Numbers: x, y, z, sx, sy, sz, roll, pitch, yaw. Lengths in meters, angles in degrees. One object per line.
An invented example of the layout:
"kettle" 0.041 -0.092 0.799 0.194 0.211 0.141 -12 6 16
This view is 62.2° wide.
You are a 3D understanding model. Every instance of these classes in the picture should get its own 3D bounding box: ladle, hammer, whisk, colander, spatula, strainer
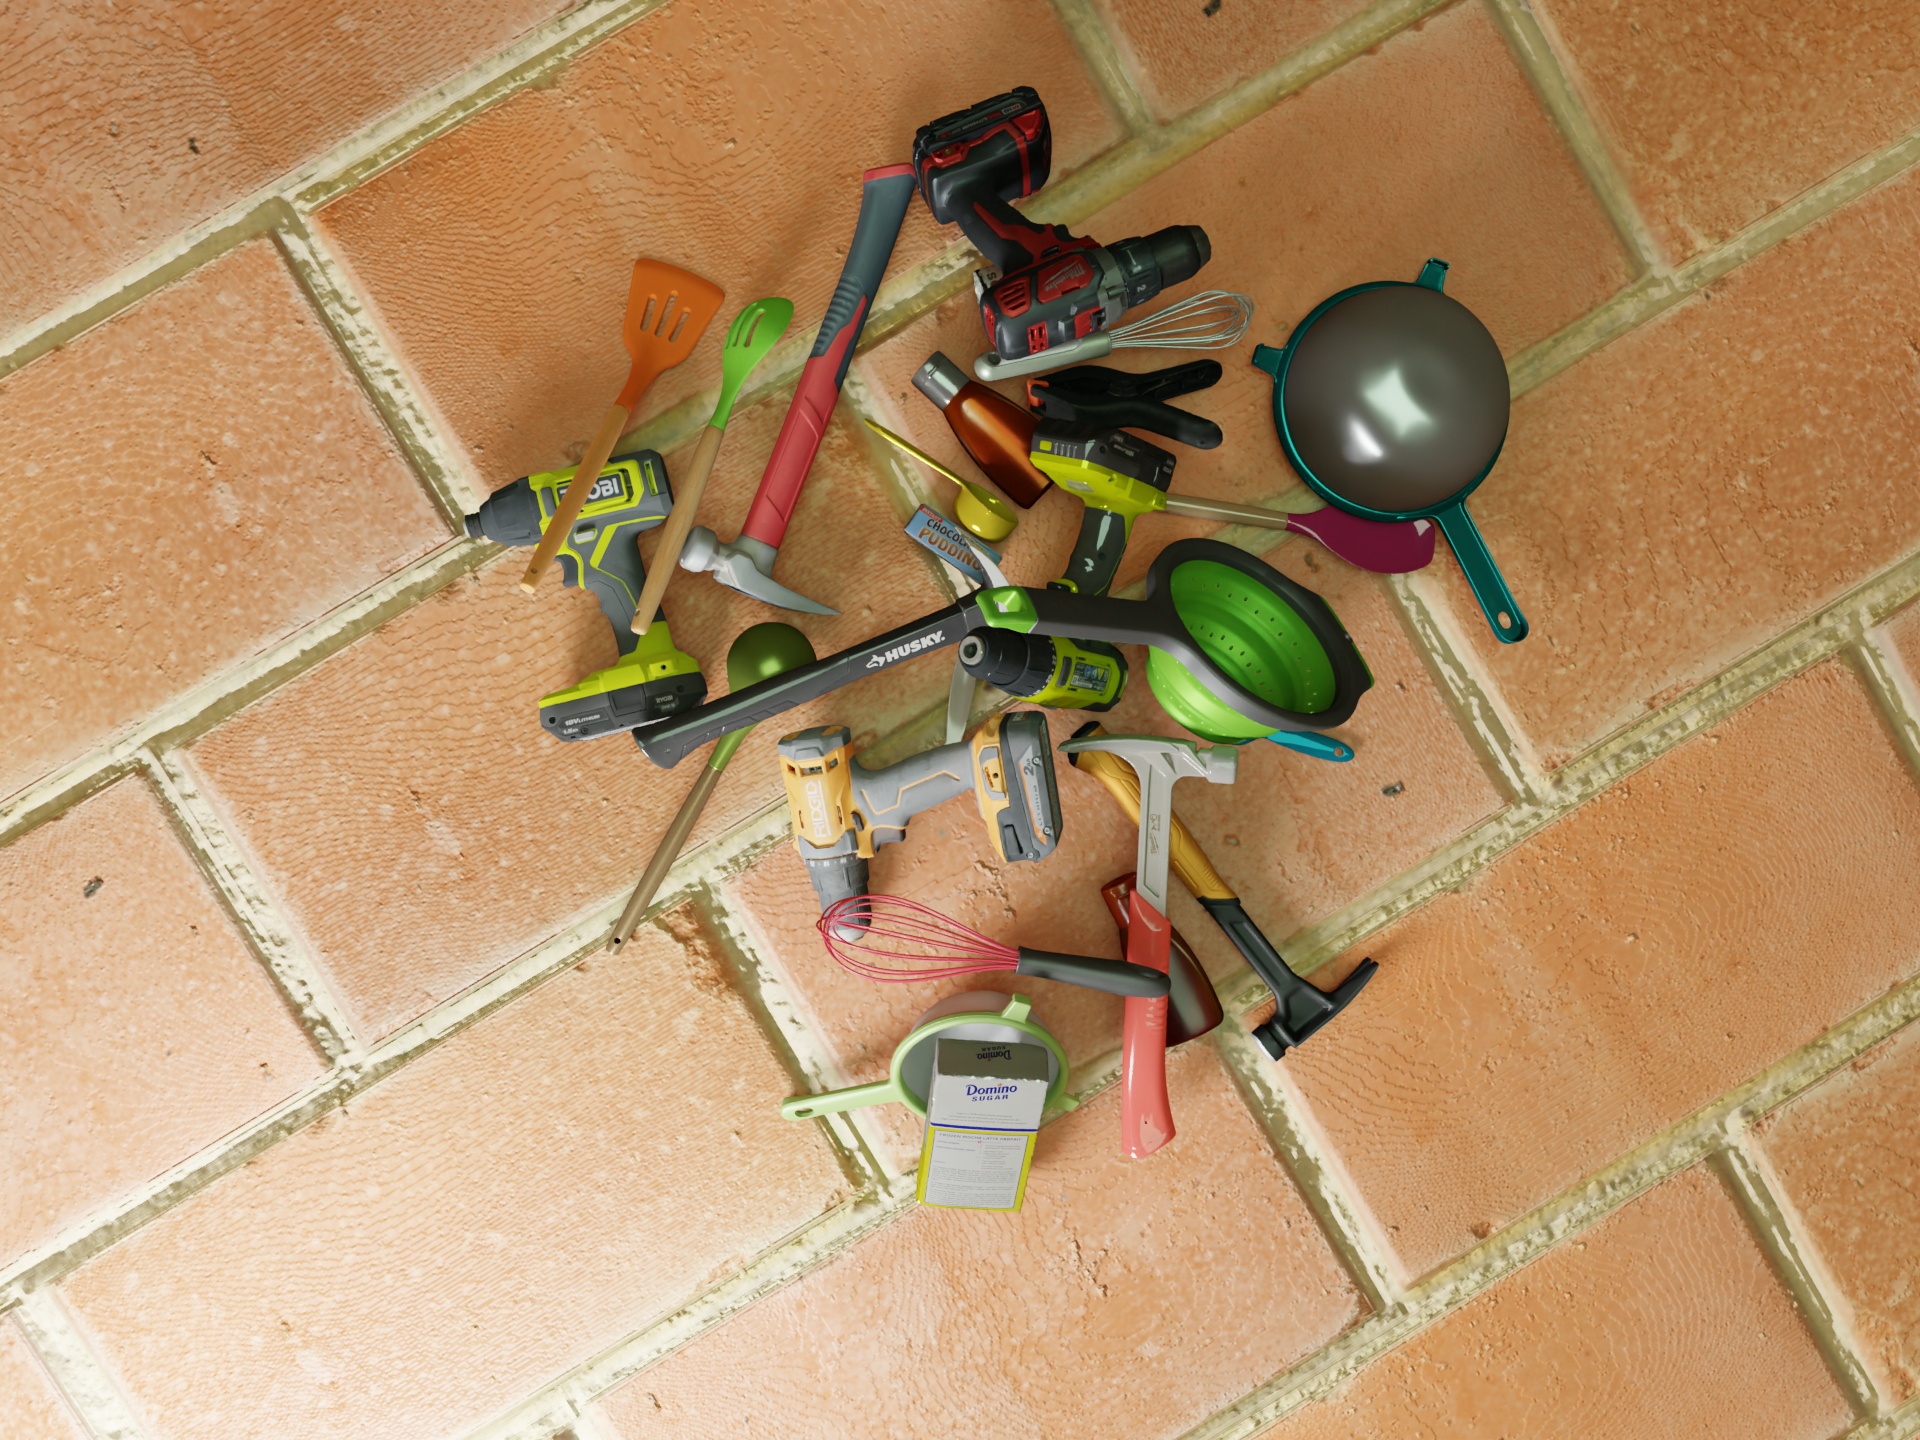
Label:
"ladle" -0.220 0.060 1.358 0.078 0.062 0.320 30 97 -4
"hammer" 0.216 0.132 1.383 0.127 0.034 0.337 -40 94 0
"whisk" 0.027 0.193 1.300 0.296 0.073 0.073 10 92 -3
"colander" 0.158 -0.051 1.276 0.396 0.094 0.205 3 50 -37
"spatula" -0.286 -0.240 1.296 0.081 0.041 0.323 21 62 -4
"hammer" -0.106 -0.043 1.298 0.335 0.035 0.146 -22 129 -9
"strainer" -0.033 0.291 1.364 0.256 0.069 0.151 -15 128 14
"whisk" 0.131 -0.323 1.345 0.246 0.059 0.058 -13 67 -6
"strainer" 0.407 -0.221 1.340 0.211 0.095 0.340 -27 89 -5
"hammer" -0.102 -0.282 1.338 0.143 0.038 0.386 23 85 -27
"hammer" 0.149 0.191 1.338 0.149 0.037 0.359 4 99 11

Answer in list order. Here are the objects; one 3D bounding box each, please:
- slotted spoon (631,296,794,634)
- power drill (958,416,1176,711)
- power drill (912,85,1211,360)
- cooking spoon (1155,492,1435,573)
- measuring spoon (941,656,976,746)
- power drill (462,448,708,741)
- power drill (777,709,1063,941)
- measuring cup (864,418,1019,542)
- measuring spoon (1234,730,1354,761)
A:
"slotted spoon" -0.209 -0.215 1.302 0.031 0.070 0.314 30 73 -43
"power drill" 0.085 -0.123 1.291 0.080 0.190 0.228 17 95 37
"power drill" 0.077 -0.404 1.281 0.188 0.080 0.227 -23 63 -5
"cooking spoon" 0.257 -0.177 1.382 0.319 0.017 0.069 8 80 -4
"measuring spoon" -0.002 -0.004 1.378 0.034 0.018 0.124 10 85 0
"power drill" -0.308 -0.100 1.325 0.171 0.080 0.223 -14 89 -4
"power drill" -0.031 0.087 1.333 0.226 0.084 0.185 -7 100 10
"measuring cup" -0.021 -0.201 1.342 0.156 0.062 0.029 33 109 -8
"measuring spoon" 0.285 0.014 1.388 0.128 0.021 0.042 16 91 -2
